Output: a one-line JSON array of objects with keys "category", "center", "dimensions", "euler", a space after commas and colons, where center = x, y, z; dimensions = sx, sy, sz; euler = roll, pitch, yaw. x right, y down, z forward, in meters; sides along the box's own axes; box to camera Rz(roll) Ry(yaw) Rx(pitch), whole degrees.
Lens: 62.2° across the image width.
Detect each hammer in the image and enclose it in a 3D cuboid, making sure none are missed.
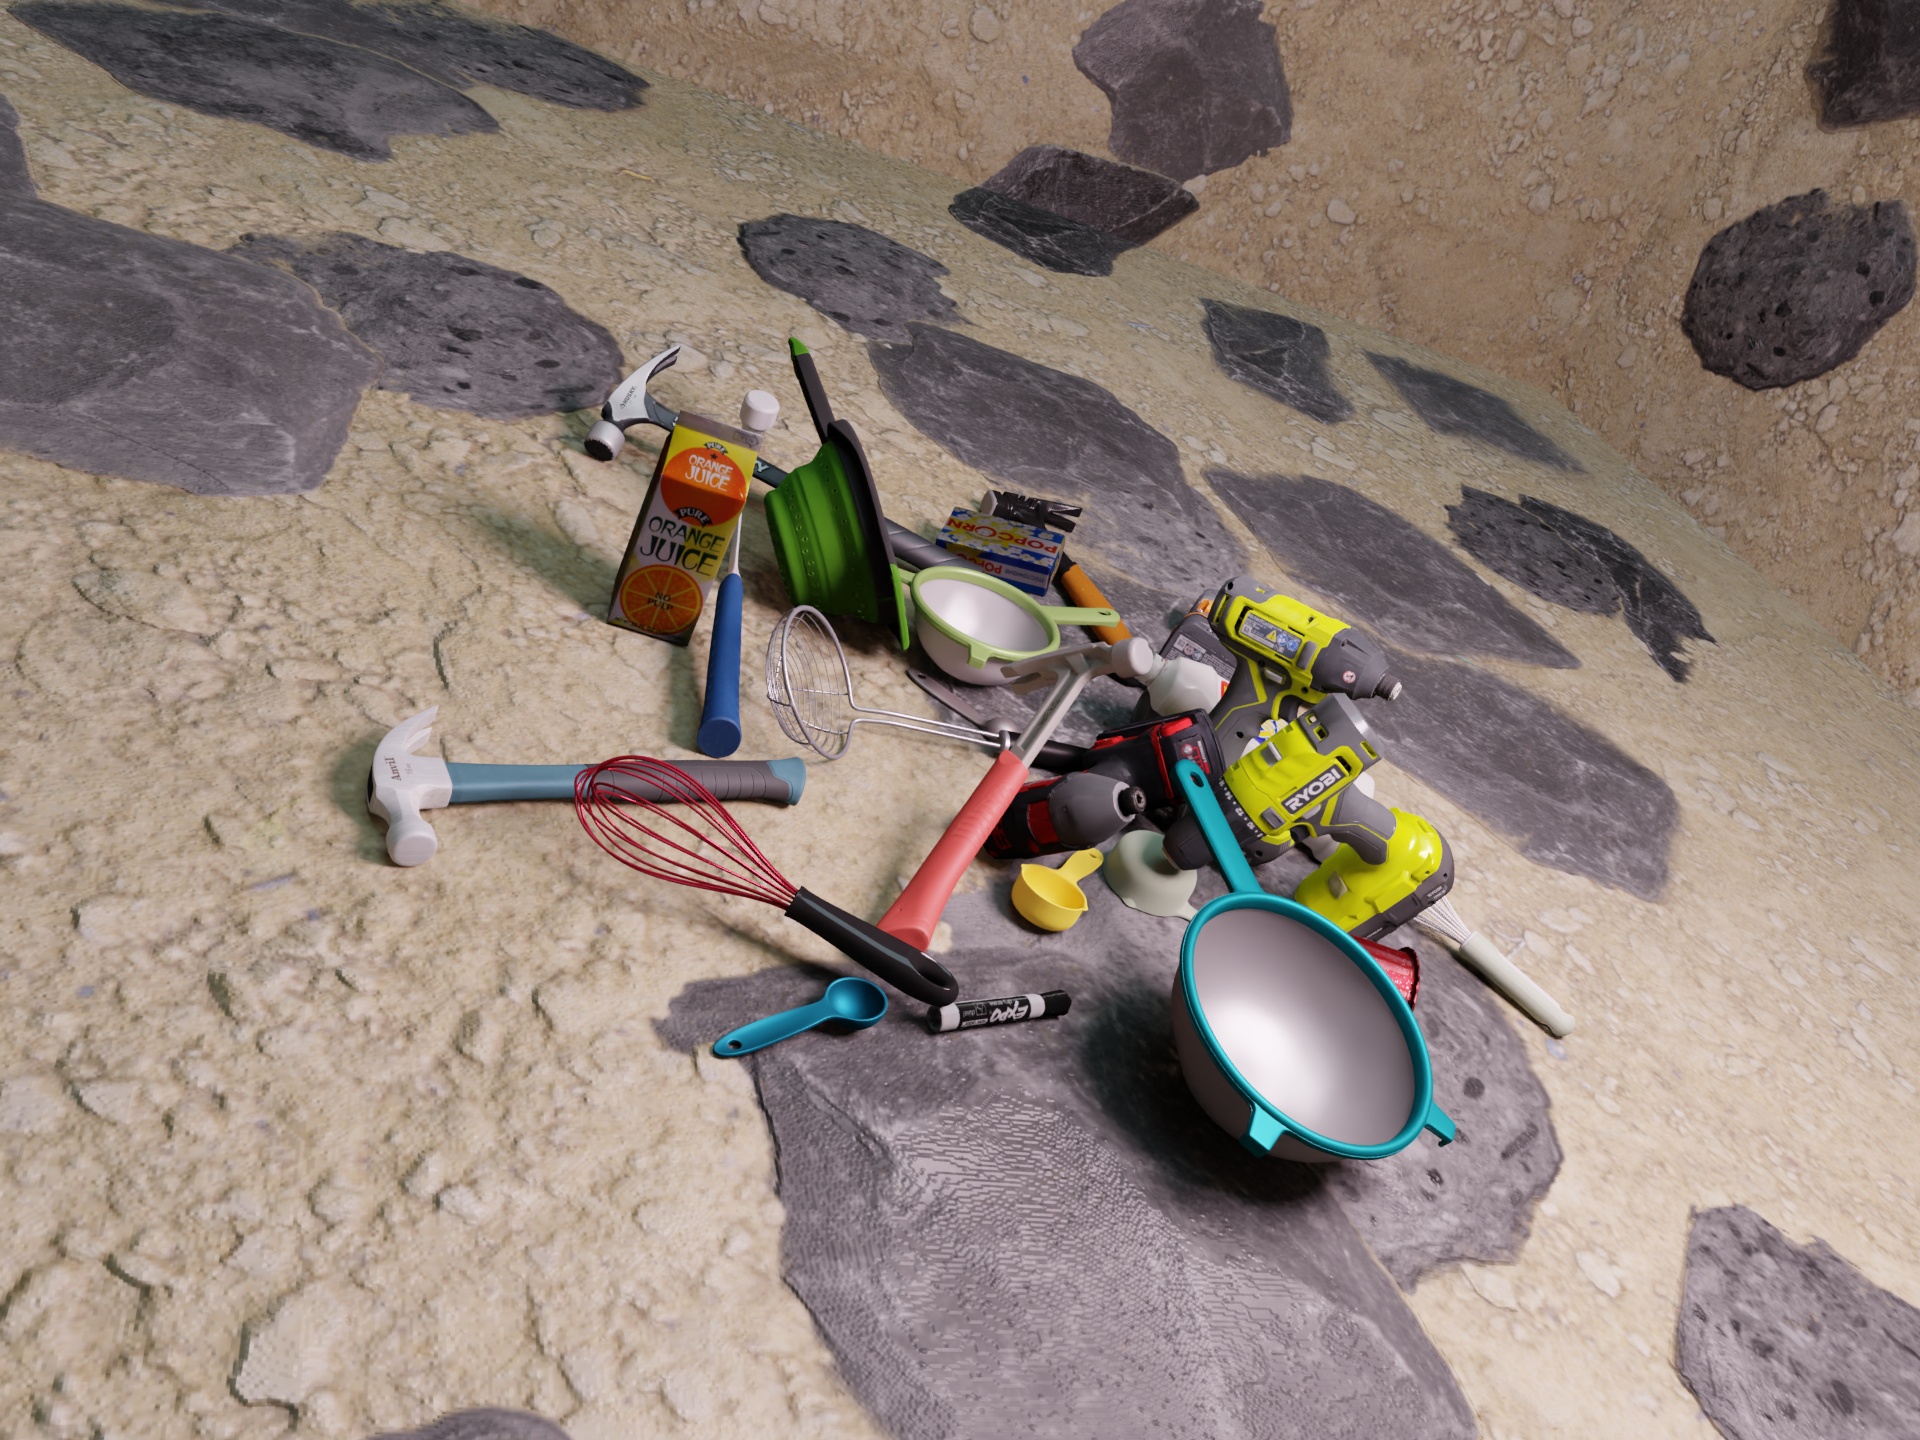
[{"category": "hammer", "center": [-0.198, -0.119, 1.373], "dimensions": [0.035, 0.144, 0.406], "euler": [14, 40, -17]}, {"category": "hammer", "center": [-0.162, -0.236, 1.602], "dimensions": [0.409, 0.036, 0.149], "euler": [27, 60, -8]}, {"category": "hammer", "center": [0.133, -0.147, 1.735], "dimensions": [0.127, 0.034, 0.337], "euler": [7, 35, -29]}, {"category": "hammer", "center": [0.020, 0.056, 1.225], "dimensions": [0.036, 0.149, 0.359], "euler": [57, 45, -22]}, {"category": "hammer", "center": [-0.253, 0.044, 1.131], "dimensions": [0.330, 0.033, 0.128], "euler": [1, 39, -37]}]

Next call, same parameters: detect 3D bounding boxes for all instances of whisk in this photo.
[{"category": "whisk", "center": [0.454, 0.194, 1.439], "dimensions": [0.246, 0.059, 0.057], "euler": [44, 6, 20]}, {"category": "whisk", "center": [-0.129, 0.110, 1.069], "dimensions": [0.296, 0.073, 0.073], "euler": [31, 29, -2]}]

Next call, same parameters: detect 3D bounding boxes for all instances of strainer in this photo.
[{"category": "strainer", "center": [0.052, -0.080, 1.531], "dimensions": [0.256, 0.069, 0.152], "euler": [-2, 39, -42]}, {"category": "strainer", "center": [0.206, 0.185, 1.173], "dimensions": [0.211, 0.095, 0.341], "euler": [7, 45, -32]}]

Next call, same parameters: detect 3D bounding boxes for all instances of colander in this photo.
[{"category": "colander", "center": [-0.147, -0.227, 1.509], "dimensions": [0.094, 0.204, 0.398], "euler": [-15, 52, -7]}]

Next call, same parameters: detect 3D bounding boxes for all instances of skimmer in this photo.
[{"category": "skimmer", "center": [-0.002, -0.004, 1.347], "dimensions": [0.363, 0.090, 0.127], "euler": [13, 59, -26]}]

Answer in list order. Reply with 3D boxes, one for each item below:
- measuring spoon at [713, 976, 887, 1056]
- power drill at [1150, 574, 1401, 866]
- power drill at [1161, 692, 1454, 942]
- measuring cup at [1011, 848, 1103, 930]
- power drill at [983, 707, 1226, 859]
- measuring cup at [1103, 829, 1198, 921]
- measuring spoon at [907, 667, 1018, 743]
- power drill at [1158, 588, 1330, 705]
[{"category": "measuring spoon", "center": [-0.104, 0.199, 1.026], "dimensions": [0.128, 0.021, 0.042], "euler": [-14, 41, -37]}, {"category": "power drill", "center": [0.269, 0.008, 1.387], "dimensions": [0.171, 0.223, 0.080], "euler": [31, 25, 24]}, {"category": "power drill", "center": [0.291, 0.098, 1.315], "dimensions": [0.228, 0.190, 0.080], "euler": [42, 17, -37]}, {"category": "measuring cup", "center": [0.084, 0.132, 1.275], "dimensions": [0.062, 0.029, 0.156], "euler": [34, 19, 13]}, {"category": "power drill", "center": [0.126, 0.056, 1.305], "dimensions": [0.219, 0.143, 0.078], "euler": [-20, 95, -52]}, {"category": "measuring cup", "center": [0.198, 0.147, 1.314], "dimensions": [0.168, 0.038, 0.083], "euler": [32, 30, 13]}, {"category": "measuring spoon", "center": [0.003, -0.017, 1.442], "dimensions": [0.124, 0.018, 0.034], "euler": [35, 31, 16]}, {"category": "power drill", "center": [0.308, -0.057, 1.678], "dimensions": [0.185, 0.084, 0.226], "euler": [34, 22, 9]}]
